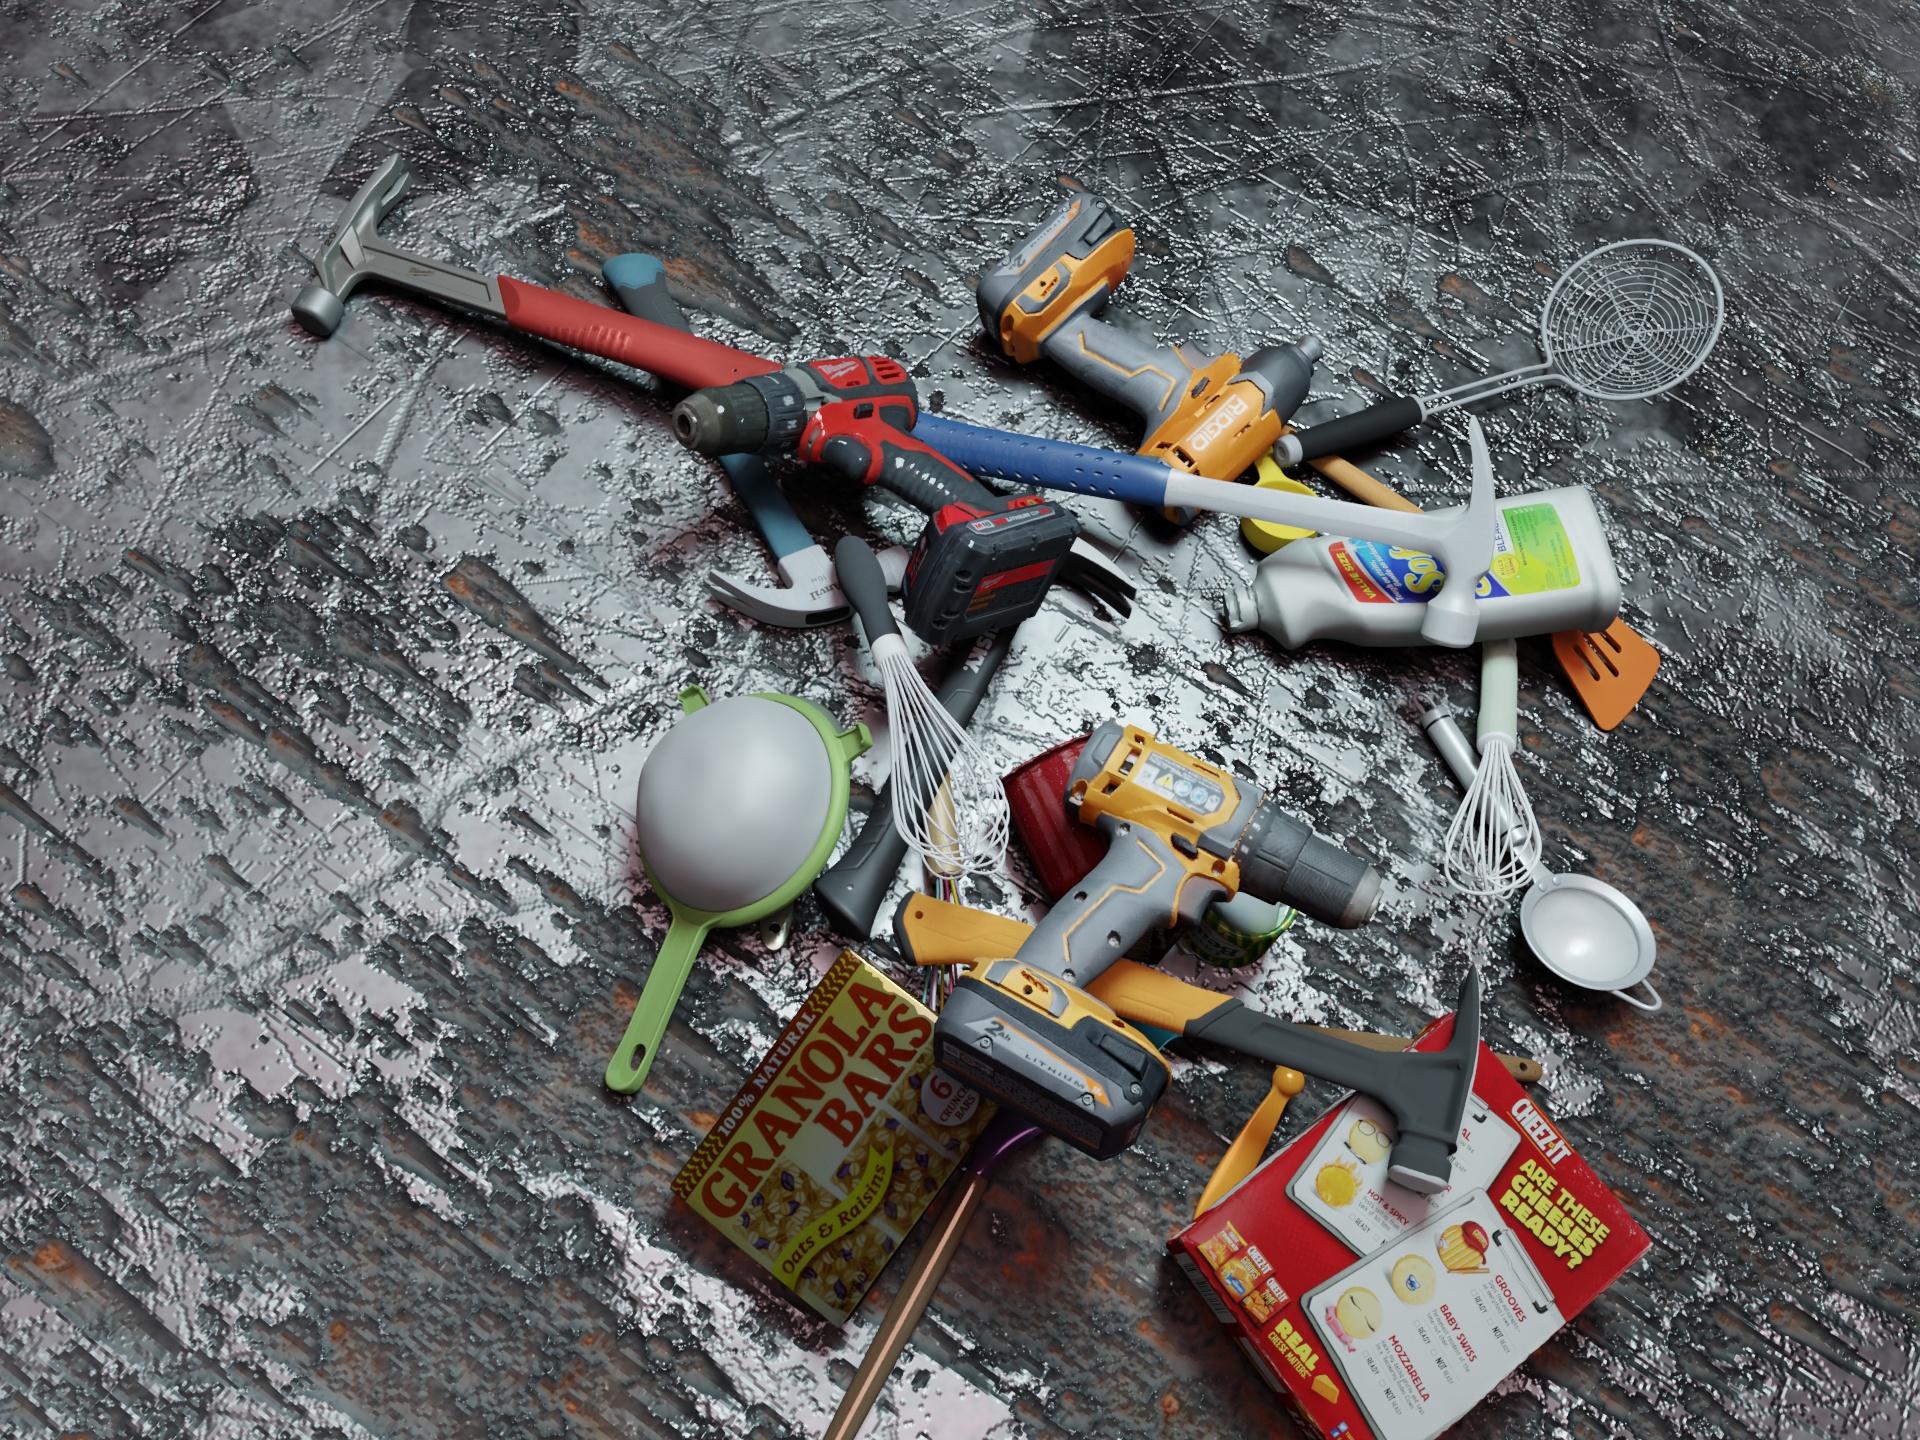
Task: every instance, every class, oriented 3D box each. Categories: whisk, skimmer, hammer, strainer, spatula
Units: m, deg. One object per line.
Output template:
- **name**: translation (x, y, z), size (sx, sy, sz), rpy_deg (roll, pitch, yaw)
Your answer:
- **whisk**: translation (-0.010, 0.119, 0.983), size (0.051, 0.047, 0.245), rpy_deg (-4, 61, -7)
- **skimmer**: translation (0.395, -0.263, 1.172), size (0.363, 0.090, 0.127), rpy_deg (-20, 69, -19)
- **whisk**: translation (-0.033, -0.017, 0.974), size (0.070, 0.070, 0.285), rpy_deg (-12, 50, -12)
- **hammer**: translation (0.123, 0.155, 0.910), size (0.337, 0.034, 0.127), rpy_deg (16, 64, 12)
- **hammer**: translation (-0.165, -0.204, 1.119), size (0.128, 0.033, 0.331), rpy_deg (-25, 70, -18)
- **strainer**: translation (0.368, 0.085, 1.042), size (0.087, 0.050, 0.259), rpy_deg (-16, 62, -20)
- **hammer**: translation (-0.002, -0.003, 1.018), size (0.146, 0.035, 0.335), rpy_deg (21, 58, 9)
- **hammer**: translation (-0.283, -0.291, 1.118), size (0.359, 0.036, 0.149), rpy_deg (19, 69, 11)
- **hammer**: translation (0.151, -0.160, 1.065), size (0.405, 0.035, 0.144), rpy_deg (14, 108, 18)
- **strainer**: translation (-0.164, 0.091, 0.936), size (0.151, 0.069, 0.256), rpy_deg (13, 74, 32)
- **spatula**: translation (0.356, -0.118, 1.147), size (0.323, 0.041, 0.081), rpy_deg (38, 67, 15)
- **spatula**: translation (0.204, 0.197, 0.980), size (0.317, 0.044, 0.082), rpy_deg (10, 63, -7)
- **whisk**: translation (0.348, 0.022, 1.036), size (0.059, 0.057, 0.246), rpy_deg (-14, 35, 30)
- **spatula**: translation (-0.001, 0.285, 0.911), size (0.060, 0.018, 0.316), rpy_deg (19, 64, 28)

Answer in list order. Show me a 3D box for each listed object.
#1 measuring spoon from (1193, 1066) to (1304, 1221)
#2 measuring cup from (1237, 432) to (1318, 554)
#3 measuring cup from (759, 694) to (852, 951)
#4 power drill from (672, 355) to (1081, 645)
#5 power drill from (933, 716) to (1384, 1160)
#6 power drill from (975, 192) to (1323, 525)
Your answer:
- **measuring spoon**: translation (0.171, 0.255, 0.940), size (0.021, 0.011, 0.117), rpy_deg (36, 77, -6)
- **measuring cup**: translation (0.219, -0.182, 1.164), size (0.062, 0.029, 0.157), rpy_deg (-7, 54, -10)
- **measuring cup**: translation (-0.111, 0.060, 0.996), size (0.083, 0.038, 0.168), rpy_deg (4, 62, -5)
- **power drill**: translation (-0.056, -0.151, 1.011), size (0.188, 0.080, 0.227), rpy_deg (-19, 56, -45)
- **power drill**: translation (0.110, 0.123, 0.867), size (0.185, 0.084, 0.226), rpy_deg (26, 62, 15)
- **power drill**: translation (0.139, -0.270, 1.143), size (0.164, 0.084, 0.226), rpy_deg (-43, 77, -4)
